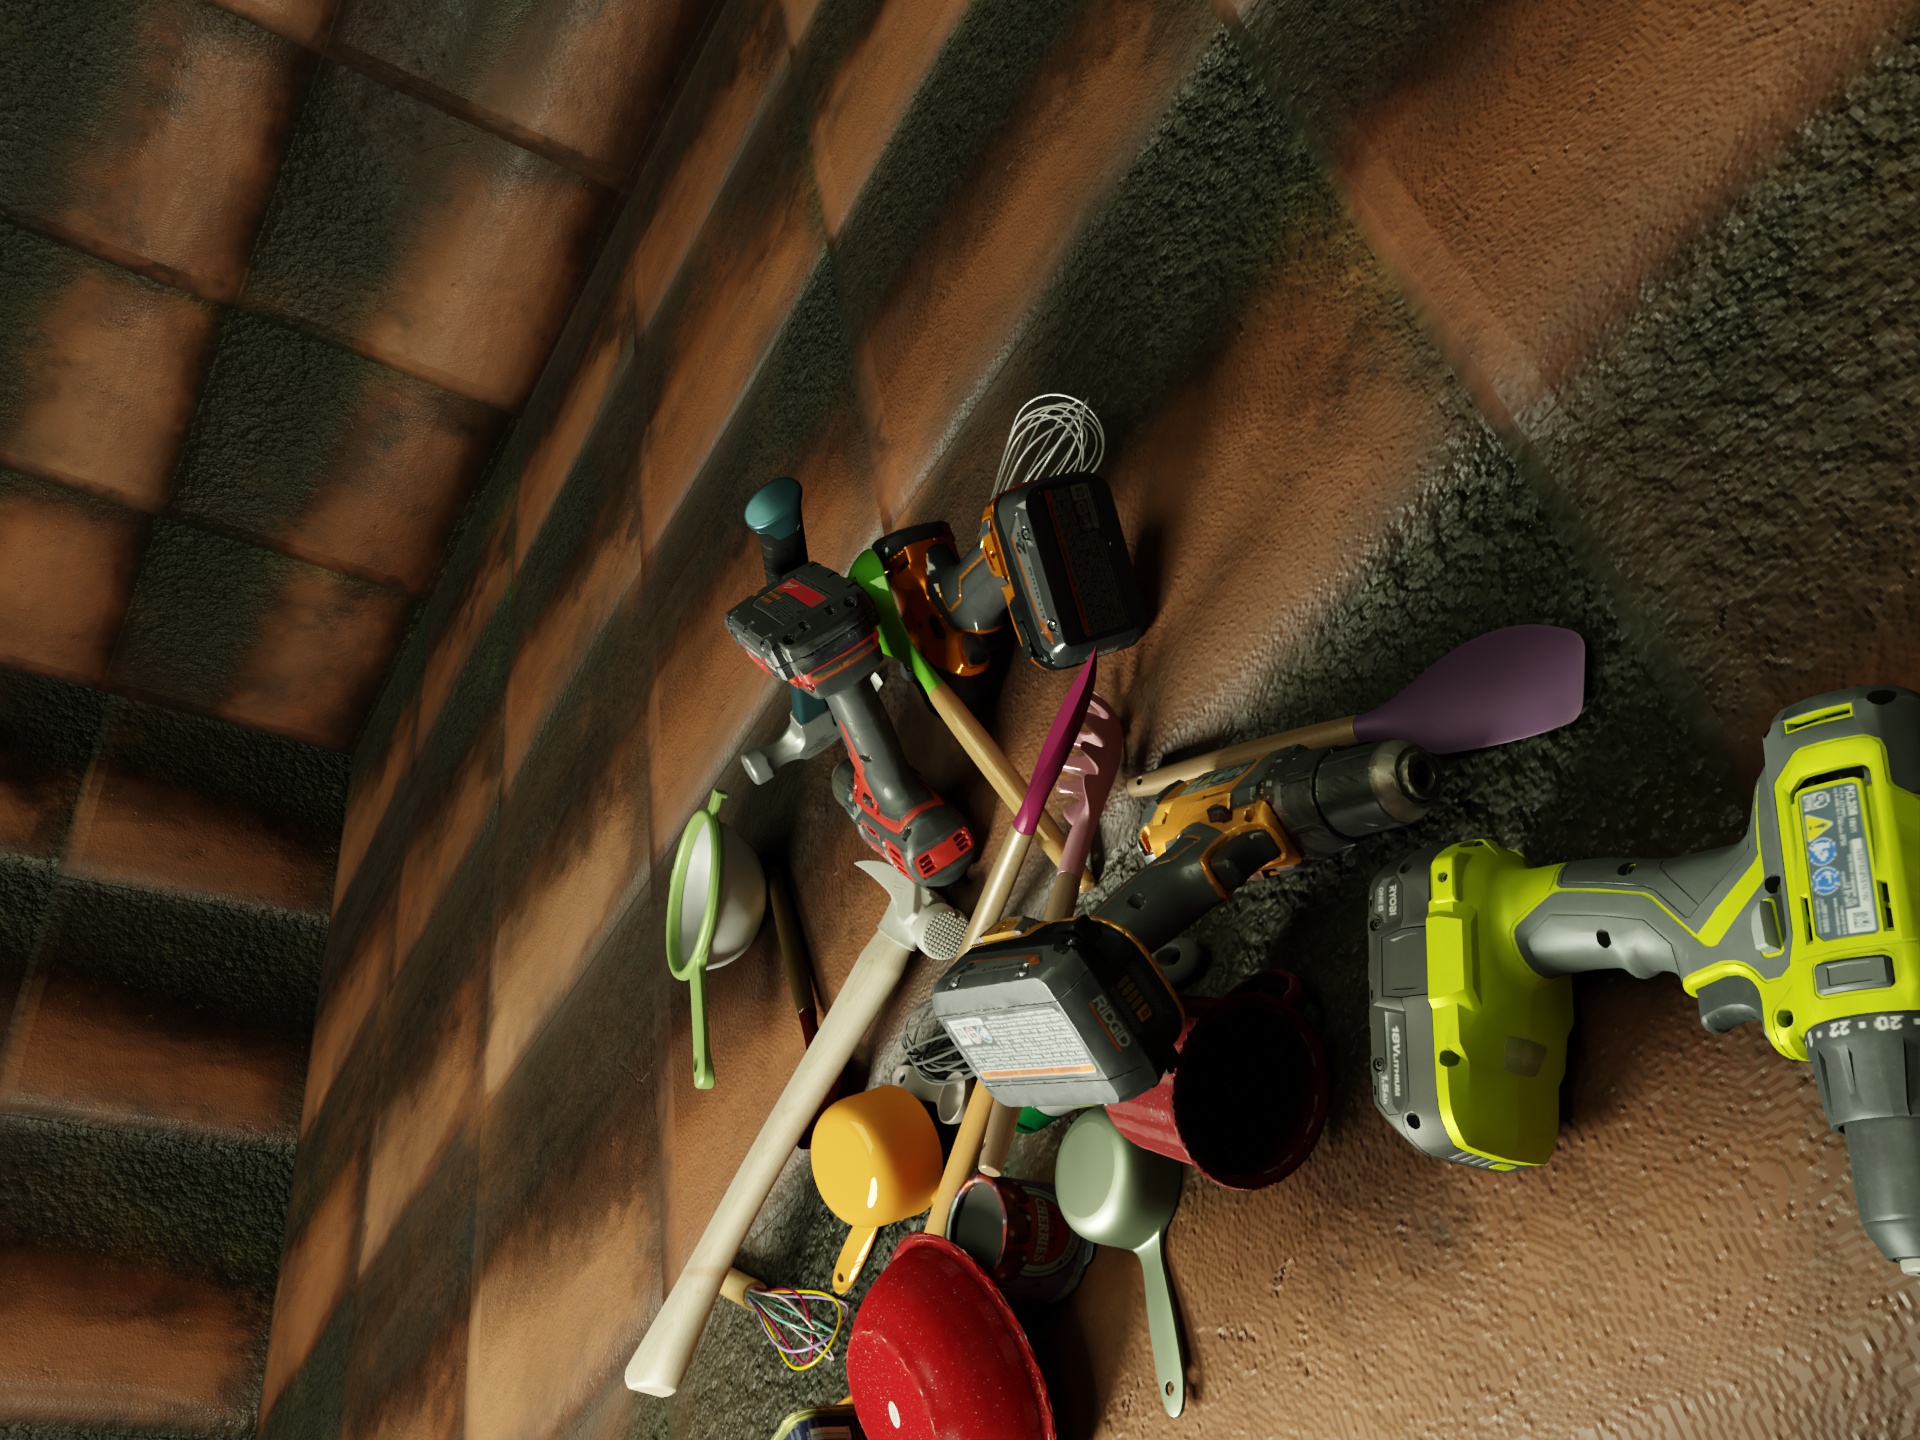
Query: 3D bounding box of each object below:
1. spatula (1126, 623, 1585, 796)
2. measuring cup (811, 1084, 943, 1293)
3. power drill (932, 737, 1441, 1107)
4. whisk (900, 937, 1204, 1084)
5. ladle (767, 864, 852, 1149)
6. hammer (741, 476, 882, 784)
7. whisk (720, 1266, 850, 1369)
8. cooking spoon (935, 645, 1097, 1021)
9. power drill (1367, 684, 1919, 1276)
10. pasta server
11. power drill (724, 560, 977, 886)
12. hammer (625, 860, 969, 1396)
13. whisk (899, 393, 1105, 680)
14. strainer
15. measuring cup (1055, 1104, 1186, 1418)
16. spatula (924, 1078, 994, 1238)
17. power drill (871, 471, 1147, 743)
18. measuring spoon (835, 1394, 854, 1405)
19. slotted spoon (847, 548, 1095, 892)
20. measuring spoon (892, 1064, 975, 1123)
[{"bbox_3d":[0.193,0.007,0.839,0.316,0.018,0.060,-21,54,54],"label":"spatula"},{"bbox_3d":[-0.073,0.326,1.068,0.095,0.052,0.173,39,118,37],"label":"measuring cup"},{"bbox_3d":[0.115,0.086,0.767,0.226,0.084,0.185,-37,8,-33],"label":"power drill"},{"bbox_3d":[0.049,0.170,0.951,0.239,0.055,0.055,-27,50,38],"label":"whisk"},{"bbox_3d":[-0.128,0.218,1.275,0.069,0.031,0.316,-52,32,20],"label":"ladle"},{"bbox_3d":[-0.126,-0.067,1.223,0.033,0.128,0.330,50,161,25],"label":"hammer"},{"bbox_3d":[-0.146,0.430,1.169,0.245,0.051,0.047,-14,67,61],"label":"whisk"},{"bbox_3d":[0.033,0.084,0.995,0.069,0.017,0.318,-70,0,-53],"label":"cooking spoon"},{"bbox_3d":[0.267,0.107,0.593,0.228,0.080,0.191,-25,53,50],"label":"power drill"},{"bbox_3d":[0.050,0.114,0.936,0.060,0.040,0.316,113,176,-57],"label":"pasta server"},{"bbox_3d":[-0.081,0.003,1.146,0.080,0.226,0.188,-33,27,-14],"label":"power drill"},{"bbox_3d":[-0.131,0.294,1.150,0.410,0.038,0.146,-60,28,-1],"label":"hammer"},{"bbox_3d":[0.023,-0.128,1.186,0.284,0.070,0.070,-55,32,37],"label":"whisk"},{"bbox_3d":[-0.201,0.198,1.368,0.151,0.069,0.257,124,147,-44],"label":"strainer"},{"bbox_3d":[0.088,0.282,0.842,0.083,0.038,0.168,-49,34,36],"label":"measuring cup"},{"bbox_3d":[-0.003,0.314,1.005,0.081,0.041,0.322,11,79,63],"label":"spatula"},{"bbox_3d":[0.027,-0.071,1.090,0.226,0.084,0.164,-13,93,59],"label":"power drill"},{"bbox_3d":[-0.087,0.477,1.072,0.117,0.011,0.021,-46,38,33],"label":"measuring spoon"},{"bbox_3d":[-0.002,-0.003,1.070,0.314,0.031,0.070,53,150,31],"label":"slotted spoon"},{"bbox_3d":[-0.017,0.251,1.079,0.124,0.018,0.034,-9,61,66],"label":"measuring spoon"}]
